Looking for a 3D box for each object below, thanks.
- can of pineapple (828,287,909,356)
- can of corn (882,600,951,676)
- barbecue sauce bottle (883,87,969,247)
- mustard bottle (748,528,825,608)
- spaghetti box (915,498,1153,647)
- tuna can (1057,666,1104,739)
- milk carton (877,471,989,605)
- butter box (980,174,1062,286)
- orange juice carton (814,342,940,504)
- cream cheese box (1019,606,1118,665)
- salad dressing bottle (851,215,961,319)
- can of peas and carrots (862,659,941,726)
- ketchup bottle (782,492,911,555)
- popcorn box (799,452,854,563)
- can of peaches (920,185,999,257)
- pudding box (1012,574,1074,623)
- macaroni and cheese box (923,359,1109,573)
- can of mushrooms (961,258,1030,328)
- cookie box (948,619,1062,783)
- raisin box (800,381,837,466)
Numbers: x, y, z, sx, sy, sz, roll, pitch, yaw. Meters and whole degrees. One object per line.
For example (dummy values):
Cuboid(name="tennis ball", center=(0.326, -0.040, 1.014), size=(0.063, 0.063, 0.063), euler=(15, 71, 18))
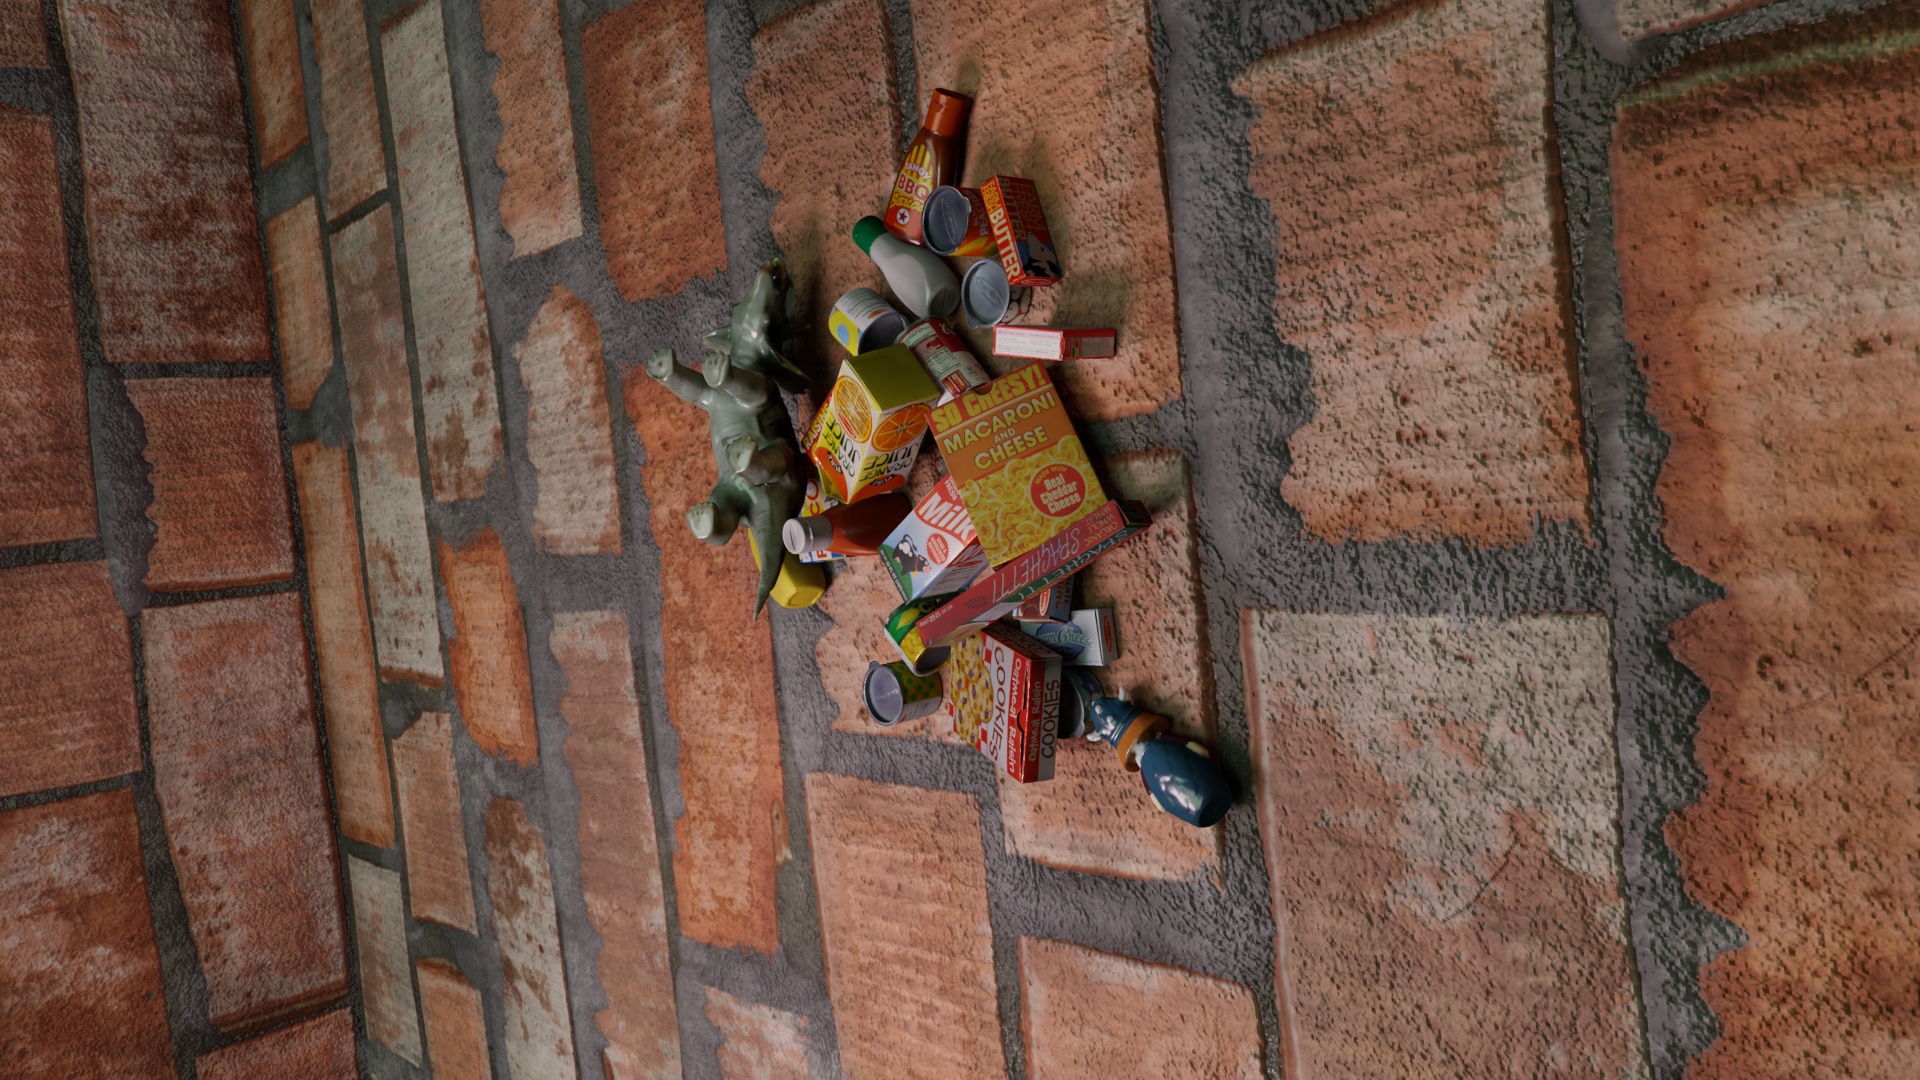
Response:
Cuboid(name="can of pineapple", center=(-0.096, -0.223, 1.459), size=(0.058, 0.071, 0.070), euler=(45, 126, 33))
Cuboid(name="can of corn", center=(-0.036, 0.097, 1.446), size=(0.058, 0.071, 0.070), euler=(51, 129, 28))
Cuboid(name="barbecue sauce bottle", center=(-0.029, -0.372, 1.381), size=(0.065, 0.044, 0.147), euler=(35, 120, 29))
Cuboid(name="mustard bottle", center=(-0.213, 0.006, 1.623), size=(0.048, 0.065, 0.161), euler=(-50, 55, 33))
Cuboid(name="spaghetti box", center=(0.064, 0.032, 1.271), size=(0.249, 0.050, 0.029), euler=(-33, 71, 31))
Cuboid(name="tuna can", center=(0.105, 0.156, 1.327), size=(0.071, 0.033, 0.071), euler=(9, 103, 46))
Cuboid(name="milk carton", center=(0.005, -0.017, 1.377), size=(0.189, 0.074, 0.072), euler=(-45, 65, 41))
Cuboid(name="butter box", center=(0.056, -0.288, 1.296), size=(0.024, 0.053, 0.103), euler=(-24, 78, 44))
Cuboid(name="orange juice carton", center=(-0.090, -0.103, 1.397), size=(0.073, 0.072, 0.191), euler=(55, 147, 22))
Cuboid(name="cream cheese box", center=(0.102, 0.093, 1.327), size=(0.103, 0.024, 0.053), euler=(-8, 88, 47))
Cuboid(name="salad dressing bottle", center=(-0.058, -0.283, 1.425), size=(0.148, 0.044, 0.064), euler=(47, 144, 33))
Cuboid(name="can of peas and carrots", center=(-0.063, 0.159, 1.487), size=(0.071, 0.059, 0.071), euler=(8, 102, 46))
Cuboid(name="ketchup bottle", center=(-0.116, -0.013, 1.451), size=(0.043, 0.149, 0.064), euler=(-13, 87, 46))
Cuboid(name="popcorn box", center=(-0.150, -0.041, 1.564), size=(0.085, 0.038, 0.126), euler=(-8, 90, 47))
Cuboid(name="can of peaches", center=(0.006, -0.309, 1.343), size=(0.071, 0.058, 0.071), euler=(8, 101, 46))
Cuboid(name="pudding box", center=(0.081, 0.037, 1.318), size=(0.049, 0.030, 0.084), euler=(-5, 71, 46))
Cuboid(name="macaroni and cheese box", center=(0.055, -0.070, 1.292), size=(0.124, 0.040, 0.167), euler=(-25, 74, 4))
Cuboid(name="can of mushrooms", center=(0.033, -0.237, 1.343), size=(0.071, 0.033, 0.071), euler=(9, 103, 45))
Cuboid(name="cookie box", center=(0.040, 0.150, 1.354), size=(0.167, 0.040, 0.122), euler=(-154, 64, -62))
Cuboid(name="raisin box", center=(-0.104, -0.135, 1.466), size=(0.040, 0.086, 0.122), euler=(54, 131, 20))
